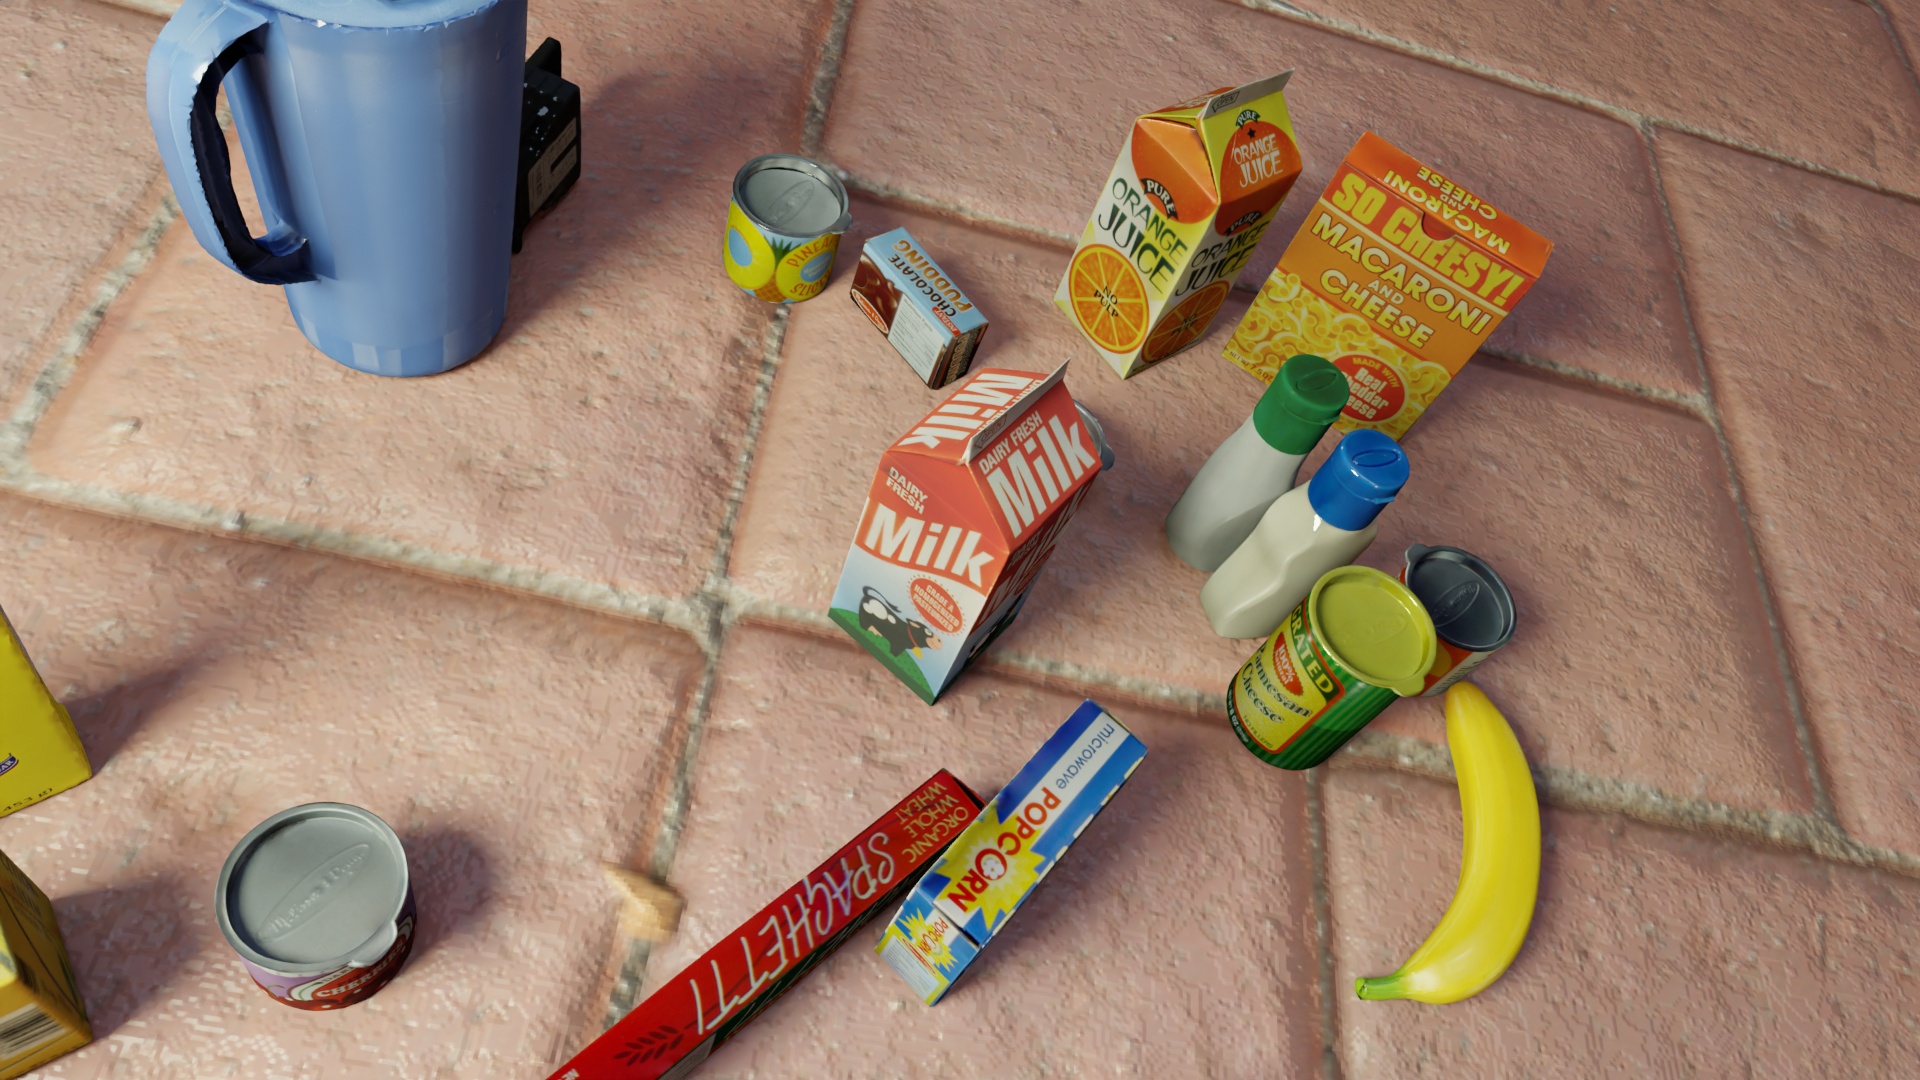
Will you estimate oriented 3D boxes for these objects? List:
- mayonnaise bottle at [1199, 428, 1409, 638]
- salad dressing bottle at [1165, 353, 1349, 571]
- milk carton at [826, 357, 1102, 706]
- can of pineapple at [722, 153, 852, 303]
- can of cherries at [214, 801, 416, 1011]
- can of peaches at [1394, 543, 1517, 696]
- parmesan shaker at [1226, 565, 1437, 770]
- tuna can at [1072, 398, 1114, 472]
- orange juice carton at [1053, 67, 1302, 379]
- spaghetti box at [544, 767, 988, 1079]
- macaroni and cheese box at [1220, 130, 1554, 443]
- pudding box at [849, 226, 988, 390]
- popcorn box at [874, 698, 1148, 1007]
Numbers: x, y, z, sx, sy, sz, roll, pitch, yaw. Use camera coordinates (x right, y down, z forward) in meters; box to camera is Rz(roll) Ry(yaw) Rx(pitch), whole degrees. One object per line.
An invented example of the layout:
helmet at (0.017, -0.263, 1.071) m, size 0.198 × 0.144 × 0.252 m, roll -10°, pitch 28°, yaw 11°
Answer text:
mayonnaise bottle at (0.179, -0.001, 0.718) m, size 0.065 × 0.147 × 0.041 m, roll -9°, pitch 61°, yaw -23°
salad dressing bottle at (0.156, -0.039, 0.737) m, size 0.064 × 0.146 × 0.044 m, roll -21°, pitch 66°, yaw -28°
milk carton at (0.002, -0.008, 0.641) m, size 0.073 × 0.189 × 0.073 m, roll 40°, pitch 55°, yaw 11°
can of pineapple at (-0.101, -0.179, 0.805) m, size 0.071 × 0.057 × 0.071 m, roll 8°, pitch 55°, yaw -12°
can of cherries at (-0.247, 0.146, 0.541) m, size 0.071 × 0.058 × 0.072 m, roll 8°, pitch 55°, yaw -12°
can of peaches at (0.260, 0.044, 0.769) m, size 0.071 × 0.057 × 0.071 m, roll 8°, pitch 55°, yaw -12°
parmesan shaker at (0.185, 0.069, 0.700) m, size 0.071 × 0.102 × 0.071 m, roll 8°, pitch 55°, yaw -12°
tuna can at (0.048, -0.048, 0.780) m, size 0.071 × 0.032 × 0.071 m, roll 8°, pitch 55°, yaw -12°
orange juice carton at (0.129, -0.188, 0.800) m, size 0.072 × 0.191 × 0.073 m, roll -27°, pitch 69°, yaw -30°
spaghetti box at (-0.089, 0.180, 0.573) m, size 0.251 × 0.050 × 0.029 m, roll -34°, pitch 72°, yaw -32°
macaroni and cheese box at (0.245, -0.139, 0.820) m, size 0.124 × 0.165 × 0.040 m, roll 34°, pitch 54°, yaw 6°
pudding box at (-0.025, -0.135, 0.804) m, size 0.030 × 0.049 × 0.084 m, roll -30°, pitch 70°, yaw -31°
popcorn box at (0.023, 0.137, 0.615) m, size 0.038 × 0.084 × 0.127 m, roll 41°, pitch 55°, yaw 11°
